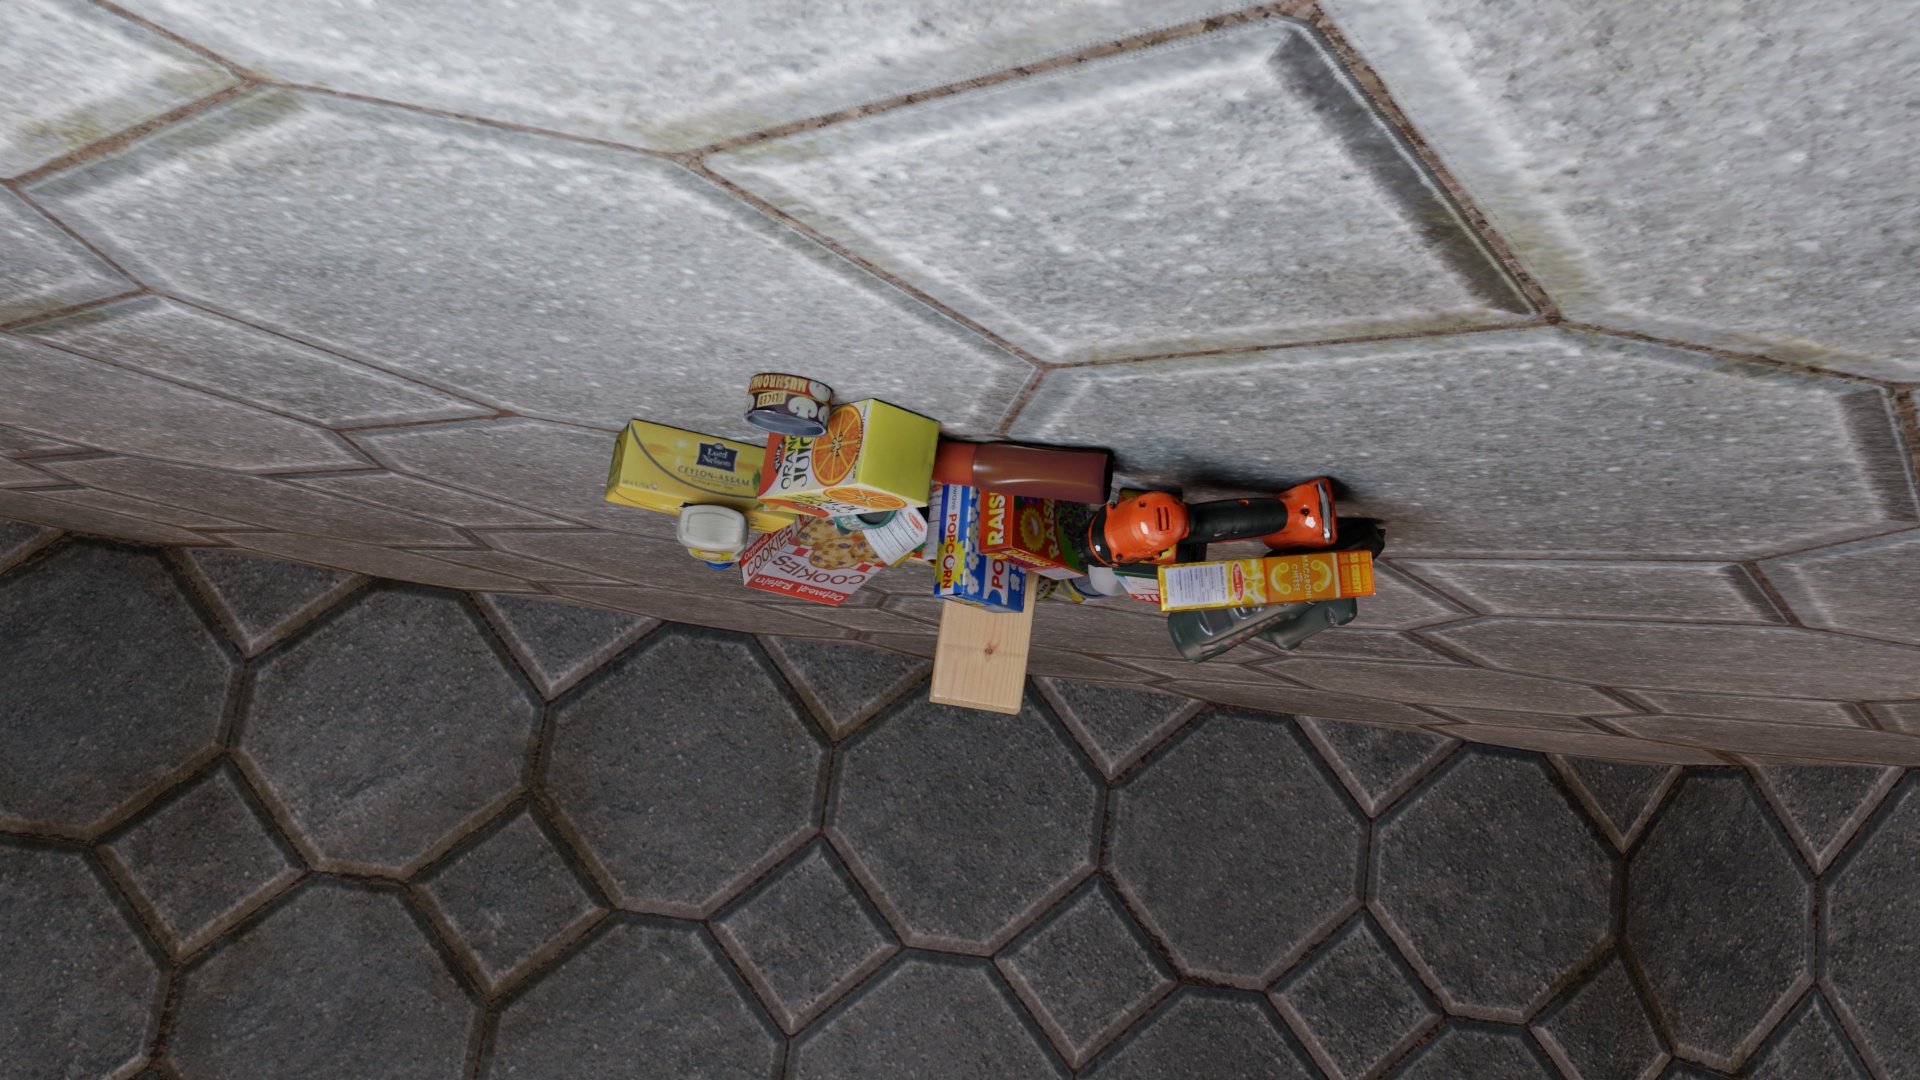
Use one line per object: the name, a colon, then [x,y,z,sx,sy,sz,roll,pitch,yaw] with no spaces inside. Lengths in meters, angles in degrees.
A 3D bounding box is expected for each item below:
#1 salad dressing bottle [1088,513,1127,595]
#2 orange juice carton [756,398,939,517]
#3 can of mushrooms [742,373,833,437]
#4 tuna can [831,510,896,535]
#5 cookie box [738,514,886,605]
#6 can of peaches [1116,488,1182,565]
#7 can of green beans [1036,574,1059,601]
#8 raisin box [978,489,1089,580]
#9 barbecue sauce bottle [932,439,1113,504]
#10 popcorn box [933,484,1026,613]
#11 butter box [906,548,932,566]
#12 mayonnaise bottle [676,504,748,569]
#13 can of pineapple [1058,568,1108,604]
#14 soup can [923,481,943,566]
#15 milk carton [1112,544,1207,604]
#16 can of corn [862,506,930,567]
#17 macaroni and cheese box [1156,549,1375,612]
salad dressing bottle: [0.155,0.013,1.444,0.044,0.064,0.147,22,166,18]
orange juice carton: [-0.107,-0.064,1.165,0.073,0.072,0.192,17,166,-38]
can of mushrooms: [-0.134,-0.104,1.072,0.071,0.033,0.071,8,170,2]
tuna can: [-0.092,-0.040,1.295,0.071,0.071,0.033,17,165,-41]
cookie box: [-0.134,0.002,1.450,0.123,0.040,0.166,16,138,-38]
can of peaches: [0.170,-0.011,1.255,0.058,0.071,0.071,6,169,9]
can of green beans: [0.074,0.034,1.591,0.071,0.071,0.058,1,168,33]
raisin box: [0.067,-0.019,1.240,0.040,0.086,0.123,-7,163,36]
barbecue sauce bottle: [0.050,-0.059,1.155,0.148,0.044,0.065,6,172,13]
popcorn box: [0.022,-0.003,1.250,0.038,0.127,0.085,-7,163,41]
butter box: [-0.042,-0.001,1.527,0.103,0.053,0.024,11,166,-21]
mayonnaise bottle: [-0.231,-0.001,1.316,0.065,0.041,0.148,6,169,-5]
can of pineapple: [0.144,0.035,1.552,0.071,0.071,0.057,9,170,-3]
soup can: [0.005,-0.016,1.313,0.071,0.084,0.071,7,170,1]
milk carton: [0.204,0.019,1.390,0.073,0.072,0.190,5,169,16]
can of corn: [-0.060,-0.016,1.361,0.058,0.071,0.071,-34,160,8]
macaroni and cheese box: [0.248,0.034,1.152,0.166,0.040,0.123,-5,176,7]
